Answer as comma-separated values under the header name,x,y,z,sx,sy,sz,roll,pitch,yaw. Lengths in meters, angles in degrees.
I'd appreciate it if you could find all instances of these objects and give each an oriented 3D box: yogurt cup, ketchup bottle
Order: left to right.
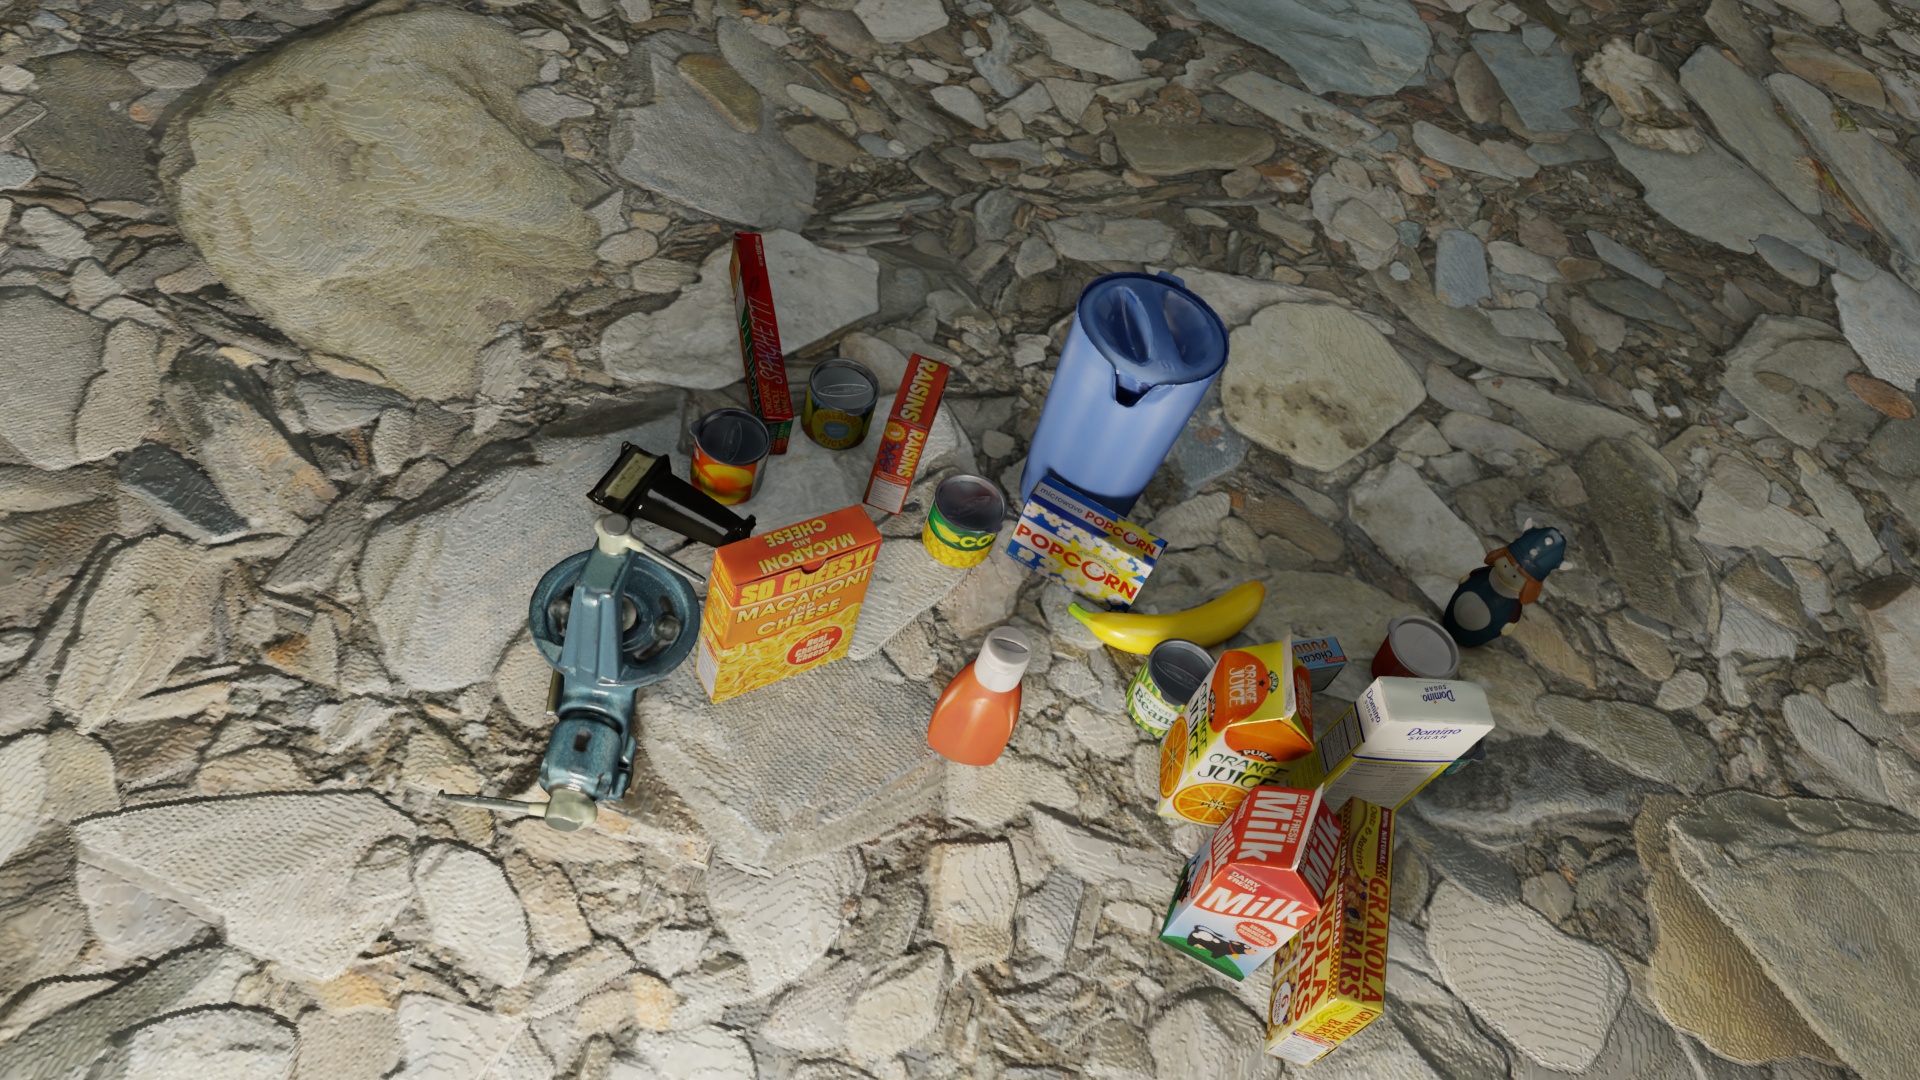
name,x,y,z,sx,sy,sz,roll,pitch,yaw
ketchup bottle,0.019,0.122,1.082,0.065,0.148,0.044,18,50,-3
yogurt cup,0.414,0.111,1.273,0.072,0.053,0.073,8,51,-11

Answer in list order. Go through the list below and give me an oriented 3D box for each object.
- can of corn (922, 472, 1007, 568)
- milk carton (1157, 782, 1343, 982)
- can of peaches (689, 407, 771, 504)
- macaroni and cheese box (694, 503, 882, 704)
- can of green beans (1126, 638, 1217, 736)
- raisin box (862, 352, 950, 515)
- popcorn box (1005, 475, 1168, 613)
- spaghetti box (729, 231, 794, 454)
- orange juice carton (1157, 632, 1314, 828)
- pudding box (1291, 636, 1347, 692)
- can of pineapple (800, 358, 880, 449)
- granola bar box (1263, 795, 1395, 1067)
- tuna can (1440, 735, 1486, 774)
name,x,y,z,sx,sy,sz,roll,pitch,yaw
can of corn,0.004,-0.016,1.243,0.071,0.058,0.071,8,51,-11
milk carton,0.218,0.247,1.019,0.073,0.189,0.073,27,50,4
can of peaches,-0.206,-0.074,1.225,0.071,0.057,0.071,8,51,-11
macaroni and cheese box,-0.135,0.052,1.078,0.124,0.165,0.040,-19,61,-28
can of green beans,0.182,0.127,1.187,0.071,0.057,0.071,8,51,-11
raisin box,-0.049,-0.094,1.246,0.040,0.122,0.086,19,50,-2
popcorn box,0.110,0.006,1.241,0.127,0.084,0.038,29,51,6
spaghetti box,-0.192,-0.191,1.325,0.029,0.050,0.251,-1,54,-18
orange juice carton,0.222,0.151,1.093,0.073,0.191,0.072,14,51,-6
pudding box,0.295,0.114,1.237,0.084,0.049,0.030,-5,55,-21
can of pineapple,-0.113,-0.125,1.293,0.071,0.057,0.071,8,51,-11
granola bar box,0.279,0.294,1.044,0.039,0.123,0.166,20,50,-1
tuna can,0.434,0.176,1.243,0.071,0.032,0.071,8,51,-11
